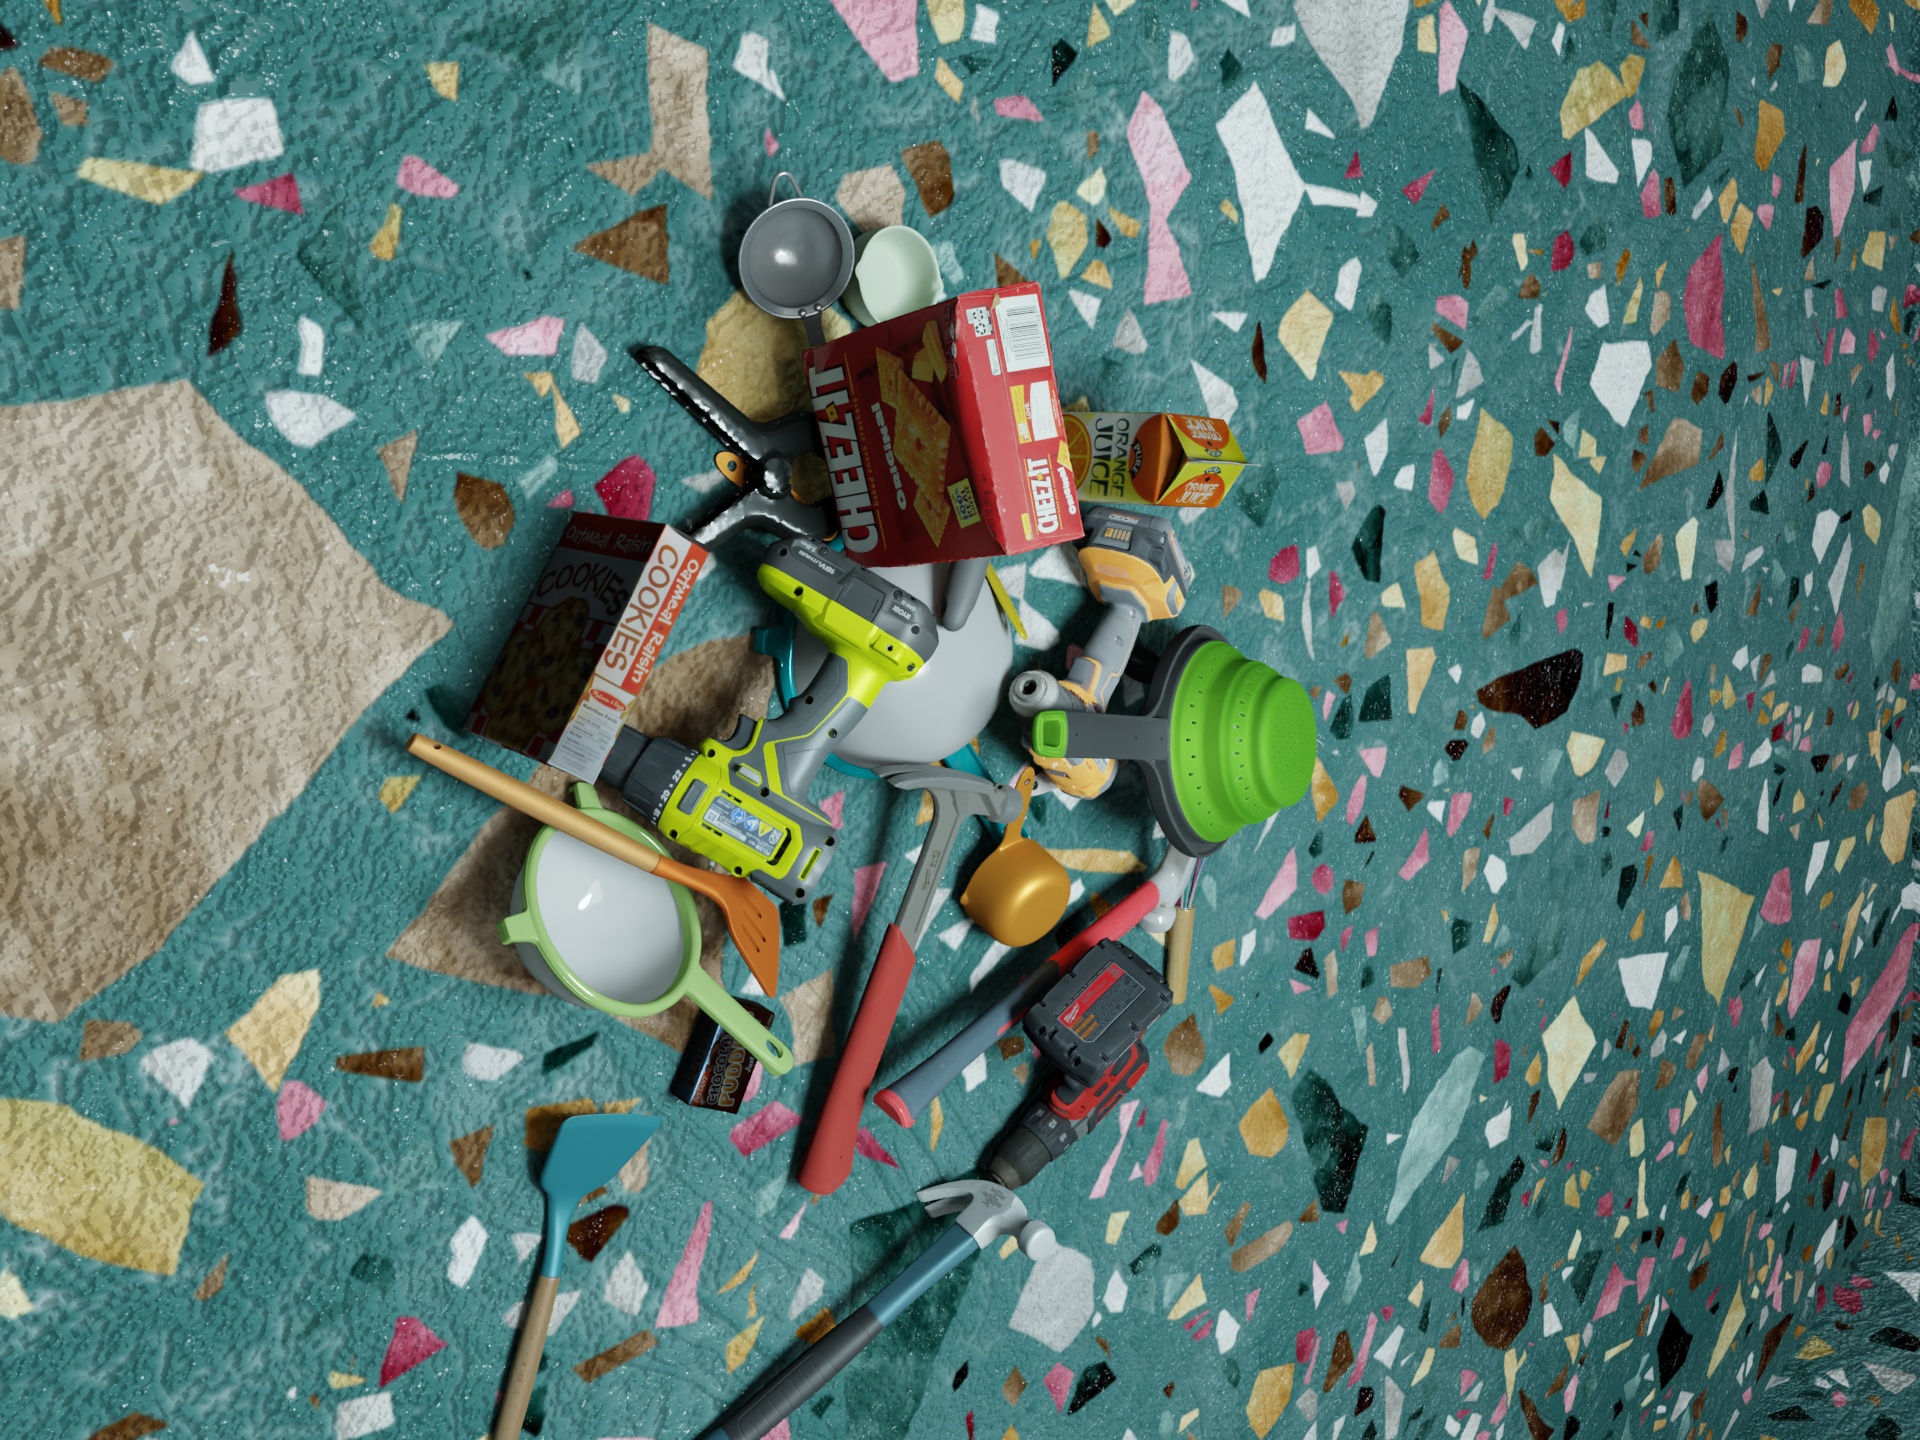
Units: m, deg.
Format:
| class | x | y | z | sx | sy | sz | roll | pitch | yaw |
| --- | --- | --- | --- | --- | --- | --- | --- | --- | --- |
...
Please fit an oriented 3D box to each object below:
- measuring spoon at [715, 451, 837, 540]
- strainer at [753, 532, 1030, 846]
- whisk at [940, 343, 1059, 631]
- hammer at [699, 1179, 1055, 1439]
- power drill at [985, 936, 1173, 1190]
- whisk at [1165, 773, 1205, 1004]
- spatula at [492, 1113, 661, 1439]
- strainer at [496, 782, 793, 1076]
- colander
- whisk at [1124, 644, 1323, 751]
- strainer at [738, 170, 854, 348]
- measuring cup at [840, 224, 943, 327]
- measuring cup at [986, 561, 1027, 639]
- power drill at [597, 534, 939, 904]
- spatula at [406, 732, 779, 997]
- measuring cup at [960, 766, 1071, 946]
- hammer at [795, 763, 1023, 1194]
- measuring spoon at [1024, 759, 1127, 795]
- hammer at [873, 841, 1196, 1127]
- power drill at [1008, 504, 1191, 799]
| class | x | y | z | sx | sy | sz | roll | pitch | yaw |
| --- | --- | --- | --- | --- | --- | --- | --- | --- | --- |
| measuring spoon | -0.136 | -0.166 | 1.176 | 0.116 | 0.011 | 0.021 | 31 | 82 | -37 |
| strainer | -0.002 | -0.004 | 1.267 | 0.211 | 0.095 | 0.340 | -47 | 124 | -23 |
| whisk | 0.027 | -0.178 | 1.195 | 0.055 | 0.055 | 0.239 | 27 | 75 | -41 |
| hammer | -0.081 | 0.499 | 1.307 | 0.331 | 0.128 | 0.033 | -36 | 120 | -19 |
| power drill | 0.097 | 0.308 | 1.384 | 0.188 | 0.080 | 0.226 | -40 | 155 | -25 |
| whisk | 0.213 | 0.157 | 1.528 | 0.047 | 0.051 | 0.245 | -2 | 106 | -19 |
| spatula | -0.297 | 0.427 | 1.141 | 0.082 | 0.044 | 0.317 | 14 | 91 | -45 |
| strainer | -0.222 | 0.175 | 1.110 | 0.256 | 0.069 | 0.152 | 48 | 32 | -24 |
| colander | 0.197 | 0.016 | 1.304 | 0.397 | 0.094 | 0.204 | 3 | 88 | -54 |
| whisk | 0.244 | -0.015 | 1.503 | 0.284 | 0.070 | 0.070 | 24 | 83 | -36 |
| strainer | -0.105 | -0.272 | 1.159 | 0.087 | 0.050 | 0.258 | -21 | 120 | -14 |
| measuring cup | -0.060 | -0.285 | 1.197 | 0.083 | 0.038 | 0.167 | -2 | 102 | -40 |
| measuring cup | 0.028 | -0.135 | 1.247 | 0.062 | 0.029 | 0.157 | 17 | 46 | -64 |
| power drill | -0.137 | -0.010 | 1.112 | 0.190 | 0.080 | 0.228 | 30 | 82 | 0 |
| spatula | -0.233 | 0.091 | 1.075 | 0.322 | 0.041 | 0.081 | 33 | 36 | -33 |
| measuring cup | 0.057 | 0.117 | 1.330 | 0.095 | 0.052 | 0.173 | -21 | 137 | -33 |
| hammer | -0.064 | 0.207 | 1.253 | 0.149 | 0.037 | 0.359 | 11 | 102 | -46 |
| measuring spoon | 0.101 | 0.040 | 1.422 | 0.124 | 0.018 | 0.034 | -22 | 113 | -28 |
| hammer | 0.074 | 0.213 | 1.356 | 0.386 | 0.038 | 0.143 | -33 | 147 | -37 |
| power drill | 0.110 | -0.064 | 1.319 | 0.226 | 0.084 | 0.185 | -68 | 154 | -14 |
